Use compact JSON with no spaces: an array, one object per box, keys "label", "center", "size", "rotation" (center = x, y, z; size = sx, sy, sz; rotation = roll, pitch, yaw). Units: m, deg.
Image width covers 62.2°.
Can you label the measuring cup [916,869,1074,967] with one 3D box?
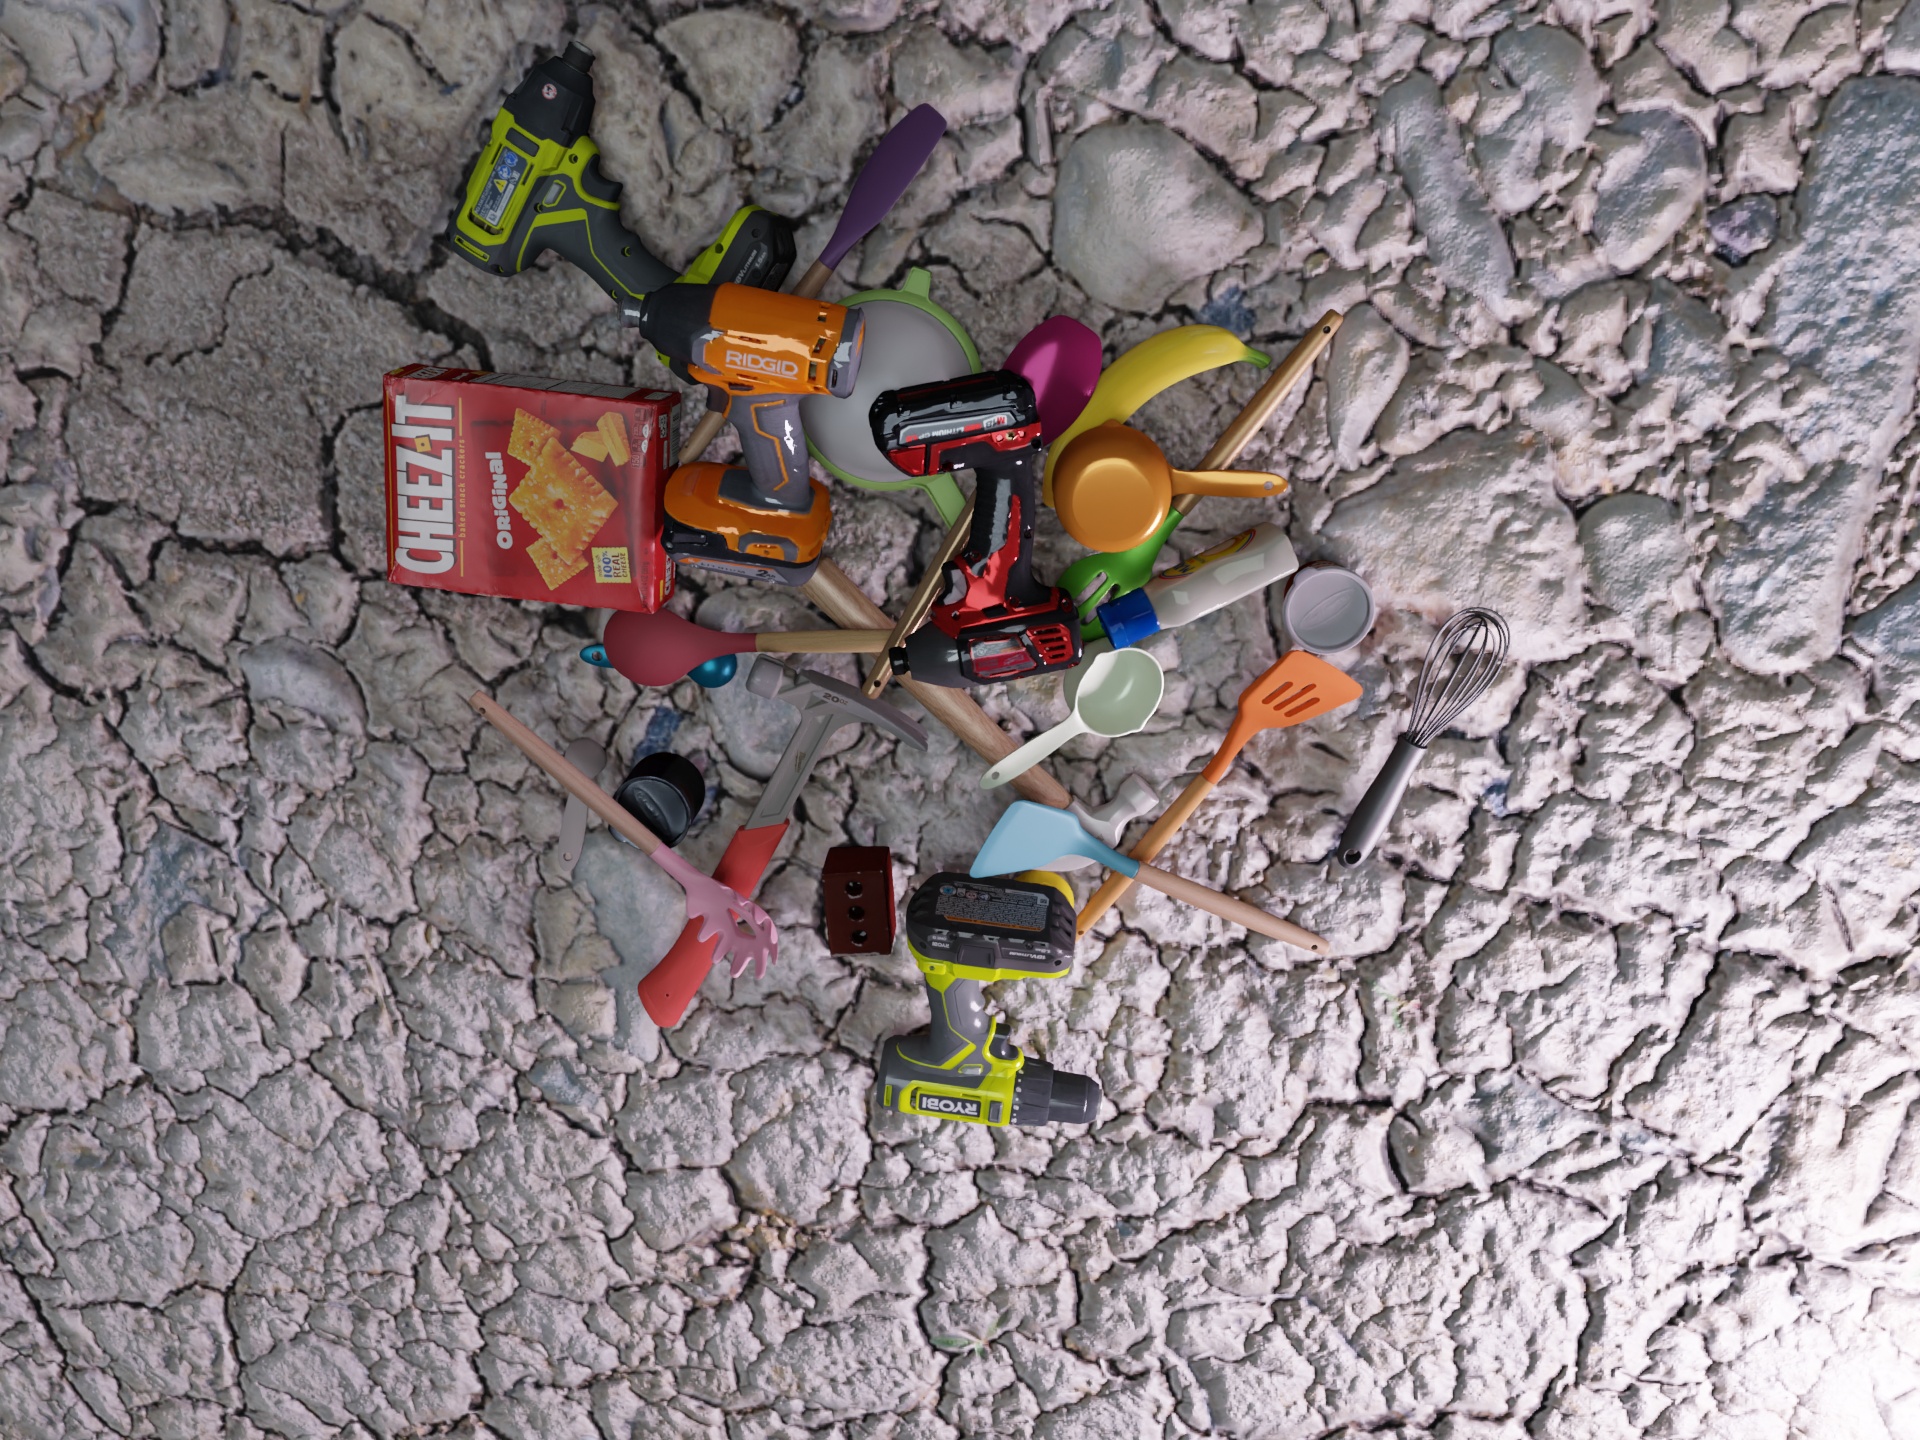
[{"label":"measuring cup","center":[0.027,0.171,1.336],"size":[0.156,0.029,0.062],"rotation":[-29,108,25]}]

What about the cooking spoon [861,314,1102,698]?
[{"label":"cooking spoon","center":[0.008,-0.151,1.178],"size":[0.068,0.017,0.319],"rotation":[27,105,-15]}]

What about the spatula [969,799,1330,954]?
[{"label":"spatula","center":[0.162,0.137,1.274],"size":[0.317,0.044,0.082],"rotation":[22,119,-14]}]

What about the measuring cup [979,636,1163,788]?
[{"label":"measuring cup","center":[0.079,-0.003,1.237],"size":[0.167,0.038,0.083],"rotation":[-34,124,-2]}]

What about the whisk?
[{"label":"whisk","center":[0.357,0.019,1.244],"size":[0.055,0.055,0.239],"rotation":[22,113,-3]}]

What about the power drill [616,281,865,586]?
[{"label":"power drill","center":[-0.160,-0.207,1.122],"size":[0.164,0.084,0.226],"rotation":[11,139,-3]}]

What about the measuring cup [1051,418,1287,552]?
[{"label":"measuring cup","center":[0.152,-0.166,1.157],"size":[0.173,0.052,0.095],"rotation":[1,116,5]}]

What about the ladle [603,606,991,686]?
[{"label":"ladle","center":[-0.132,-0.060,1.238],"size":[0.315,0.031,0.069],"rotation":[-1,108,9]}]

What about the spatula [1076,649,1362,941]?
[{"label":"spatula","center":[0.186,0.069,1.274],"size":[0.081,0.041,0.322],"rotation":[27,112,-29]}]

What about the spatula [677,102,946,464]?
[{"label":"spatula","center":[-0.115,-0.314,1.164],"size":[0.018,0.060,0.316],"rotation":[22,114,-45]}]

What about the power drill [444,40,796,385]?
[{"label":"power drill","center":[-0.239,-0.361,1.146],"size":[0.223,0.080,0.171],"rotation":[33,109,-3]}]

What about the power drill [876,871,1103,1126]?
[{"label":"power drill","center":[0.032,0.245,1.315],"size":[0.190,0.080,0.228],"rotation":[7,122,3]}]

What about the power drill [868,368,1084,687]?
[{"label":"power drill","center":[0.004,-0.129,1.138],"size":[0.143,0.079,0.219],"rotation":[-11,111,0]}]

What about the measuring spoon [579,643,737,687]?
[{"label":"measuring spoon","center":[-0.245,-0.047,1.279],"size":[0.128,0.021,0.042],"rotation":[4,109,2]}]

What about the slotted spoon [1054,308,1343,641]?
[{"label":"slotted spoon","center":[0.179,-0.180,1.199],"size":[0.070,0.031,0.313],"rotation":[35,106,-13]}]

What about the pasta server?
[{"label":"pasta server","center":[-0.265,0.088,1.257],"size":[0.316,0.040,0.060],"rotation":[42,118,-10]}]

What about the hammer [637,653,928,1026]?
[{"label":"hammer","center":[-0.167,0.118,1.302],"size":[0.149,0.037,0.359],"rotation":[25,116,-11]}]

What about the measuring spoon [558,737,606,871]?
[{"label":"measuring spoon","center":[-0.322,0.074,1.329],"size":[0.034,0.018,0.124],"rotation":[14,110,-1]}]

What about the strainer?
[{"label":"strainer","center":[-0.032,-0.196,1.187],"size":[0.151,0.069,0.256],"rotation":[-28,103,13]}]

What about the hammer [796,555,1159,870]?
[{"label":"hammer","center":[-0.002,-0.004,1.271],"size":[0.331,0.031,0.130],"rotation":[43,106,-9]}]
